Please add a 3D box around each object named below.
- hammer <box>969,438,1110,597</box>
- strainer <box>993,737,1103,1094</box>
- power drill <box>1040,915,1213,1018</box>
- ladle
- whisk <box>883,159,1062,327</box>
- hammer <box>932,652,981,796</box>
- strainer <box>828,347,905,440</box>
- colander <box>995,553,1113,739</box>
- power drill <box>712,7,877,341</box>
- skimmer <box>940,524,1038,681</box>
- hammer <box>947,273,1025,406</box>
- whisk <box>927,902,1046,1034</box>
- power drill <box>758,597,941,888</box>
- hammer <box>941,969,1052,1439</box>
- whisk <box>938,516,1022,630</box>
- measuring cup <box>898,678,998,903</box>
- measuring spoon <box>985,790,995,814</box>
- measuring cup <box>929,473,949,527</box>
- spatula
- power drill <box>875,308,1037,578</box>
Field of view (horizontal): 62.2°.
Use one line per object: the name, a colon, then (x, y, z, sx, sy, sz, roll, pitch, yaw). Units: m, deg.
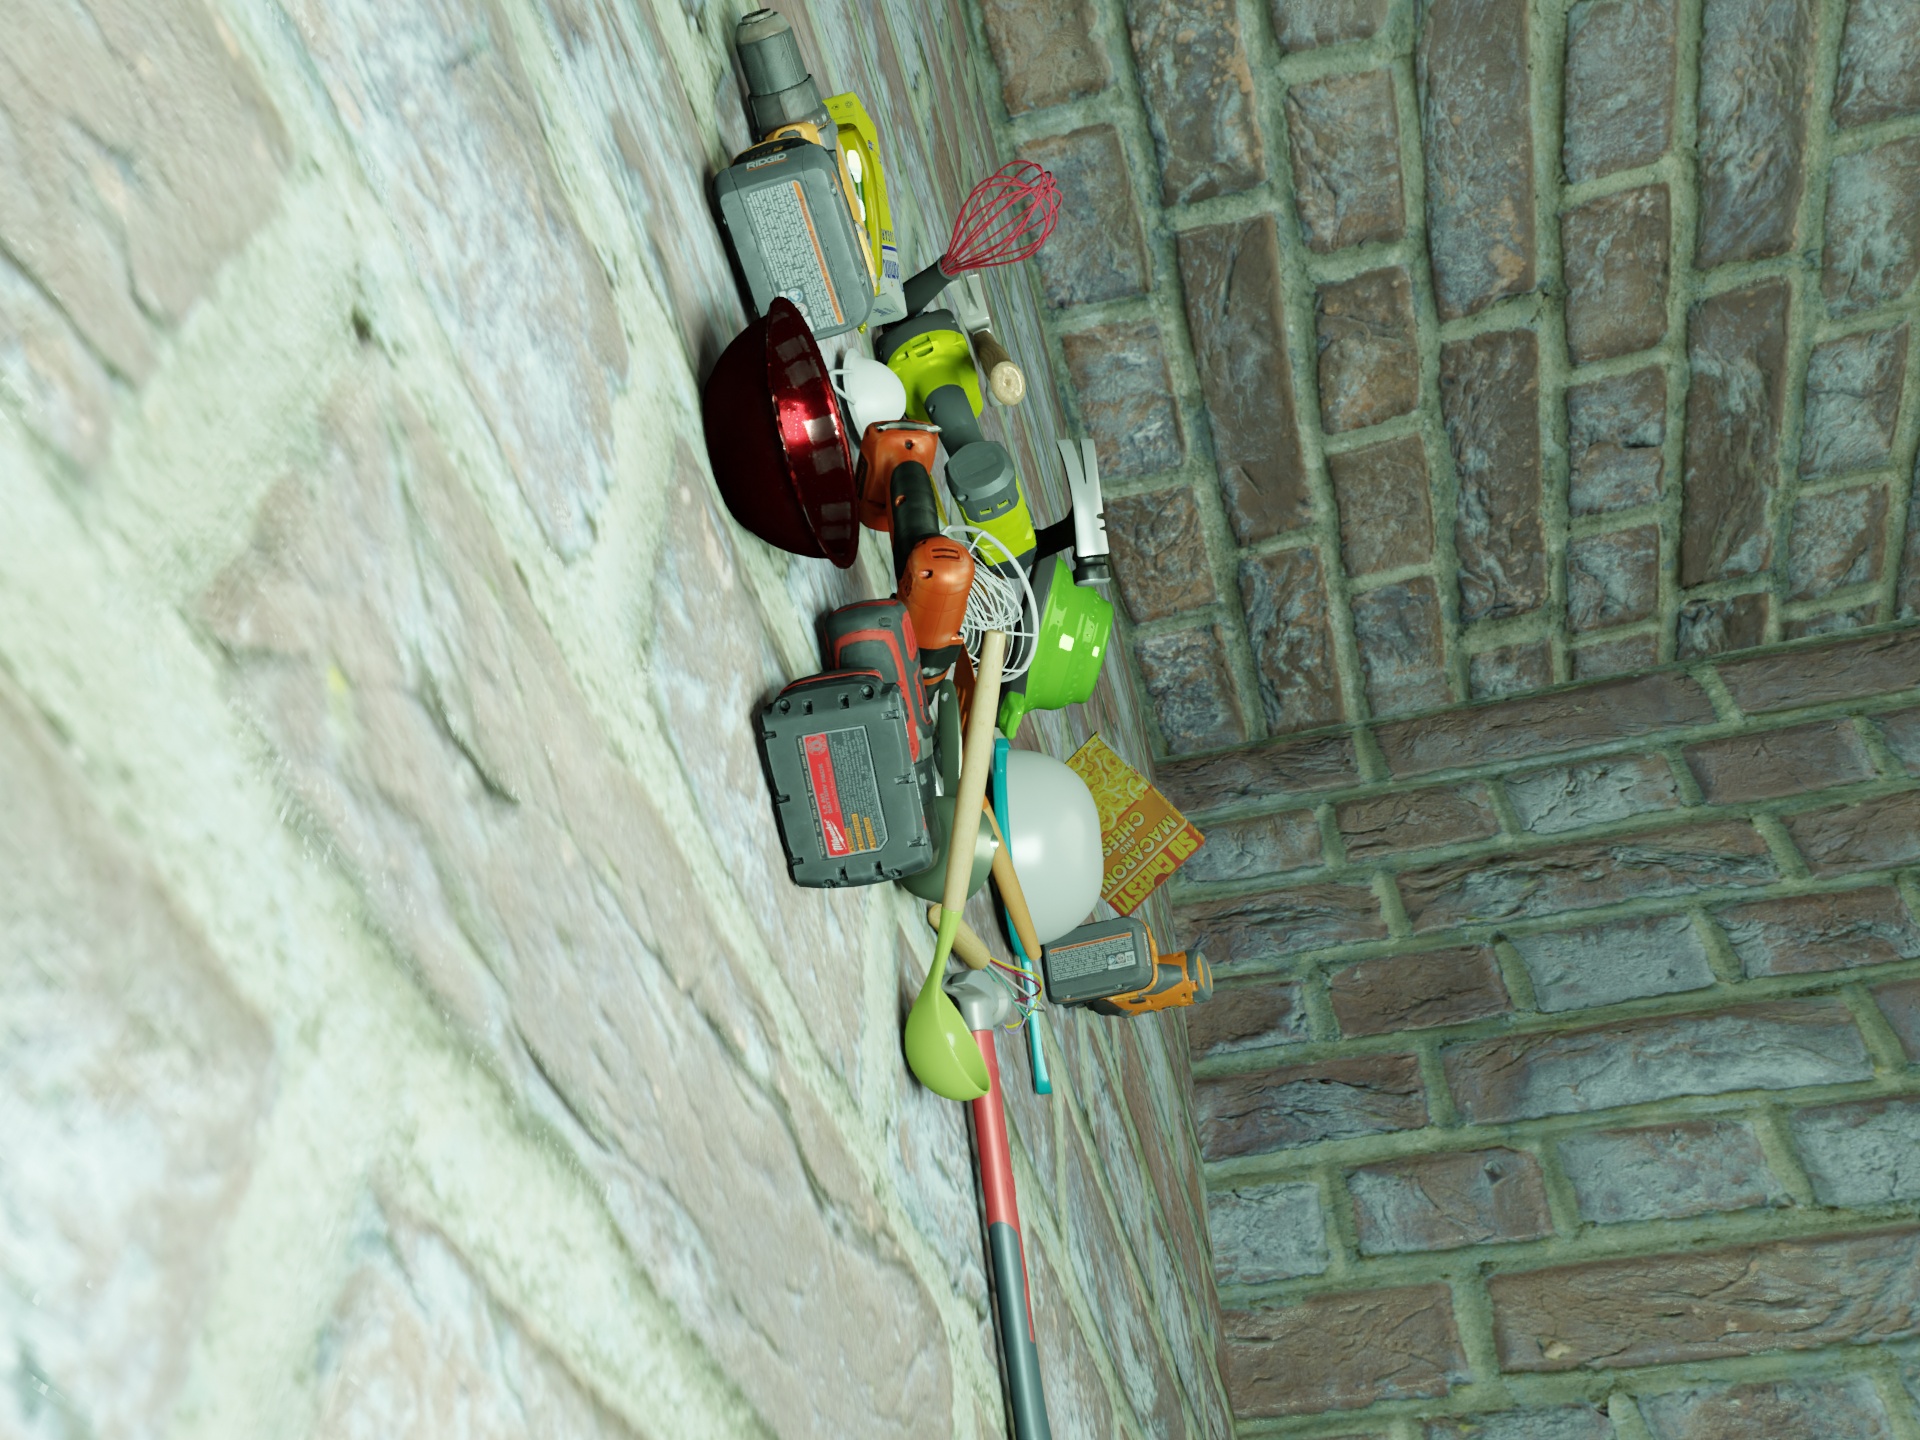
hammer: (0.061, -0.169, 1.505, 0.337, 0.034, 0.127, 168, -85, -73)
strainer: (0.096, 0.183, 1.530, 0.211, 0.095, 0.340, 54, 29, -79)
power drill: (0.171, 0.285, 1.767, 0.226, 0.164, 0.084, 34, 45, -58)
ladle: (0.011, 0.098, 1.034, 0.078, 0.062, 0.320, -93, -168, -75)
whisk: (0.000, -0.398, 1.365, 0.296, 0.073, 0.073, -16, -97, 60)
hammer: (-0.002, -0.004, 1.408, 0.409, 0.036, 0.149, -63, 140, -74)
strainer: (-0.059, -0.249, 1.350, 0.258, 0.050, 0.087, 44, 38, -78)
colander: (0.095, -0.053, 1.578, 0.397, 0.094, 0.204, -76, -179, -70)
power drill: (-0.113, -0.371, 1.078, 0.226, 0.084, 0.185, -93, 167, -57)
skimmer: (0.018, -0.089, 1.353, 0.127, 0.090, 0.363, 61, 3, 1)
hammer: (0.029, -0.326, 1.422, 0.331, 0.031, 0.130, -99, 168, -71)
whisk: (0.023, 0.199, 1.305, 0.244, 0.047, 0.051, 56, 10, -56)
power drill: (-0.053, 0.033, 0.987, 0.227, 0.080, 0.188, -75, 155, -75)
hammer: (0.029, 0.377, 1.161, 0.143, 0.038, 0.387, 45, 35, -70)
whisk: (-0.009, -0.149, 1.435, 0.246, 0.059, 0.058, 48, 46, -50)
measuring cup: (-0.017, 0.047, 1.134, 0.038, 0.083, 0.168, 15, 66, -45)
measuring spoon: (0.020, 0.094, 1.461, 0.124, 0.018, 0.034, -71, 149, -71)
measuring cup: (-0.033, -0.206, 1.501, 0.157, 0.029, 0.062, -105, 176, -75)
spatula: (0.030, 0.082, 1.258, 0.081, 0.041, 0.322, -105, 176, -50)
power drill: (0.004, -0.241, 1.423, 0.171, 0.080, 0.223, 63, 5, -61)
